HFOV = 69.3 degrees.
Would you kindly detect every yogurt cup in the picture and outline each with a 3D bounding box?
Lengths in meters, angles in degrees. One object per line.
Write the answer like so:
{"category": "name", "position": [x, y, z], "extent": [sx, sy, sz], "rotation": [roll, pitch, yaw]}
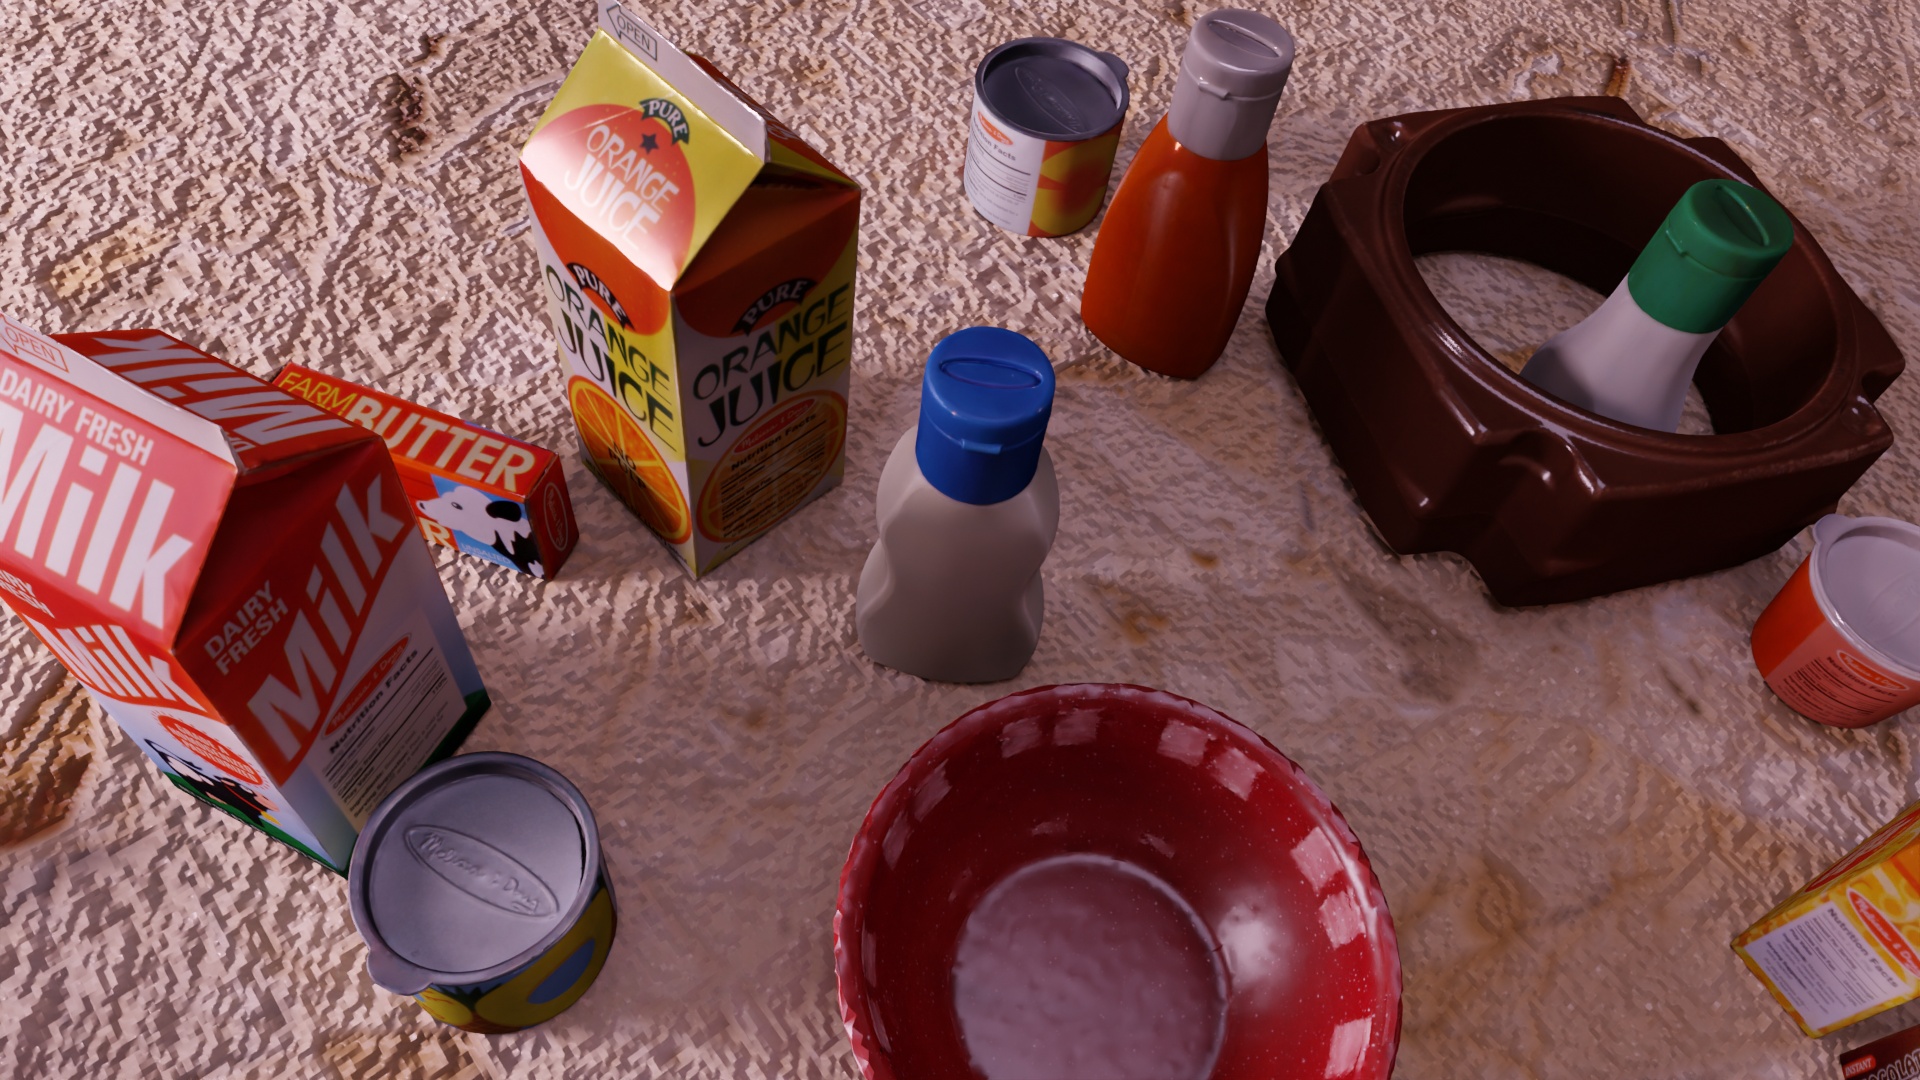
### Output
{"category": "yogurt cup", "position": [0.331, 0.033, 0.508], "extent": [0.072, 0.053, 0.073], "rotation": [3, 56, -5]}

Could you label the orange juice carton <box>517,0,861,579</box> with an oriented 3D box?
{"category": "orange juice carton", "position": [-0.084, -0.078, 0.447], "extent": [0.073, 0.191, 0.072], "rotation": [-37, 68, -26]}

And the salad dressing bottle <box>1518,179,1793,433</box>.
{"category": "salad dressing bottle", "position": [0.243, -0.064, 0.505], "extent": [0.044, 0.146, 0.064], "rotation": [-8, 58, -12]}

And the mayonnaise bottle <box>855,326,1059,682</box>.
{"category": "mayonnaise bottle", "position": [0.002, -0.005, 0.436], "extent": [0.065, 0.147, 0.041], "rotation": [8, 56, -2]}

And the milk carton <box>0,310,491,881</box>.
{"category": "milk carton", "position": [-0.194, 0.014, 0.374], "extent": [0.072, 0.189, 0.074], "rotation": [25, 57, 10]}

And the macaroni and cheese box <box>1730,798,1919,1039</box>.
{"category": "macaroni and cheese box", "position": [0.324, 0.080, 0.409], "extent": [0.124, 0.165, 0.040], "rotation": [-25, 63, -21]}

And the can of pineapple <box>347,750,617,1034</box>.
{"category": "can of pineapple", "position": [-0.136, 0.104, 0.401], "extent": [0.071, 0.057, 0.071], "rotation": [3, 56, -5]}

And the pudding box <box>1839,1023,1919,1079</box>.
{"category": "pudding box", "position": [0.323, 0.167, 0.420], "extent": [0.084, 0.049, 0.030], "rotation": [4, 56, -4]}

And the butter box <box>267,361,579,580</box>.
{"category": "butter box", "position": [-0.187, -0.023, 0.482], "extent": [0.103, 0.052, 0.024], "rotation": [19, 57, 6]}

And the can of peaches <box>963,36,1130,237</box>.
{"category": "can of peaches", "position": [0.038, -0.177, 0.609], "extent": [0.071, 0.057, 0.071], "rotation": [3, 56, -5]}

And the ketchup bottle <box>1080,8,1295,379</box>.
{"category": "ketchup bottle", "position": [0.088, -0.128, 0.528], "extent": [0.065, 0.148, 0.044], "rotation": [31, 59, 13]}
